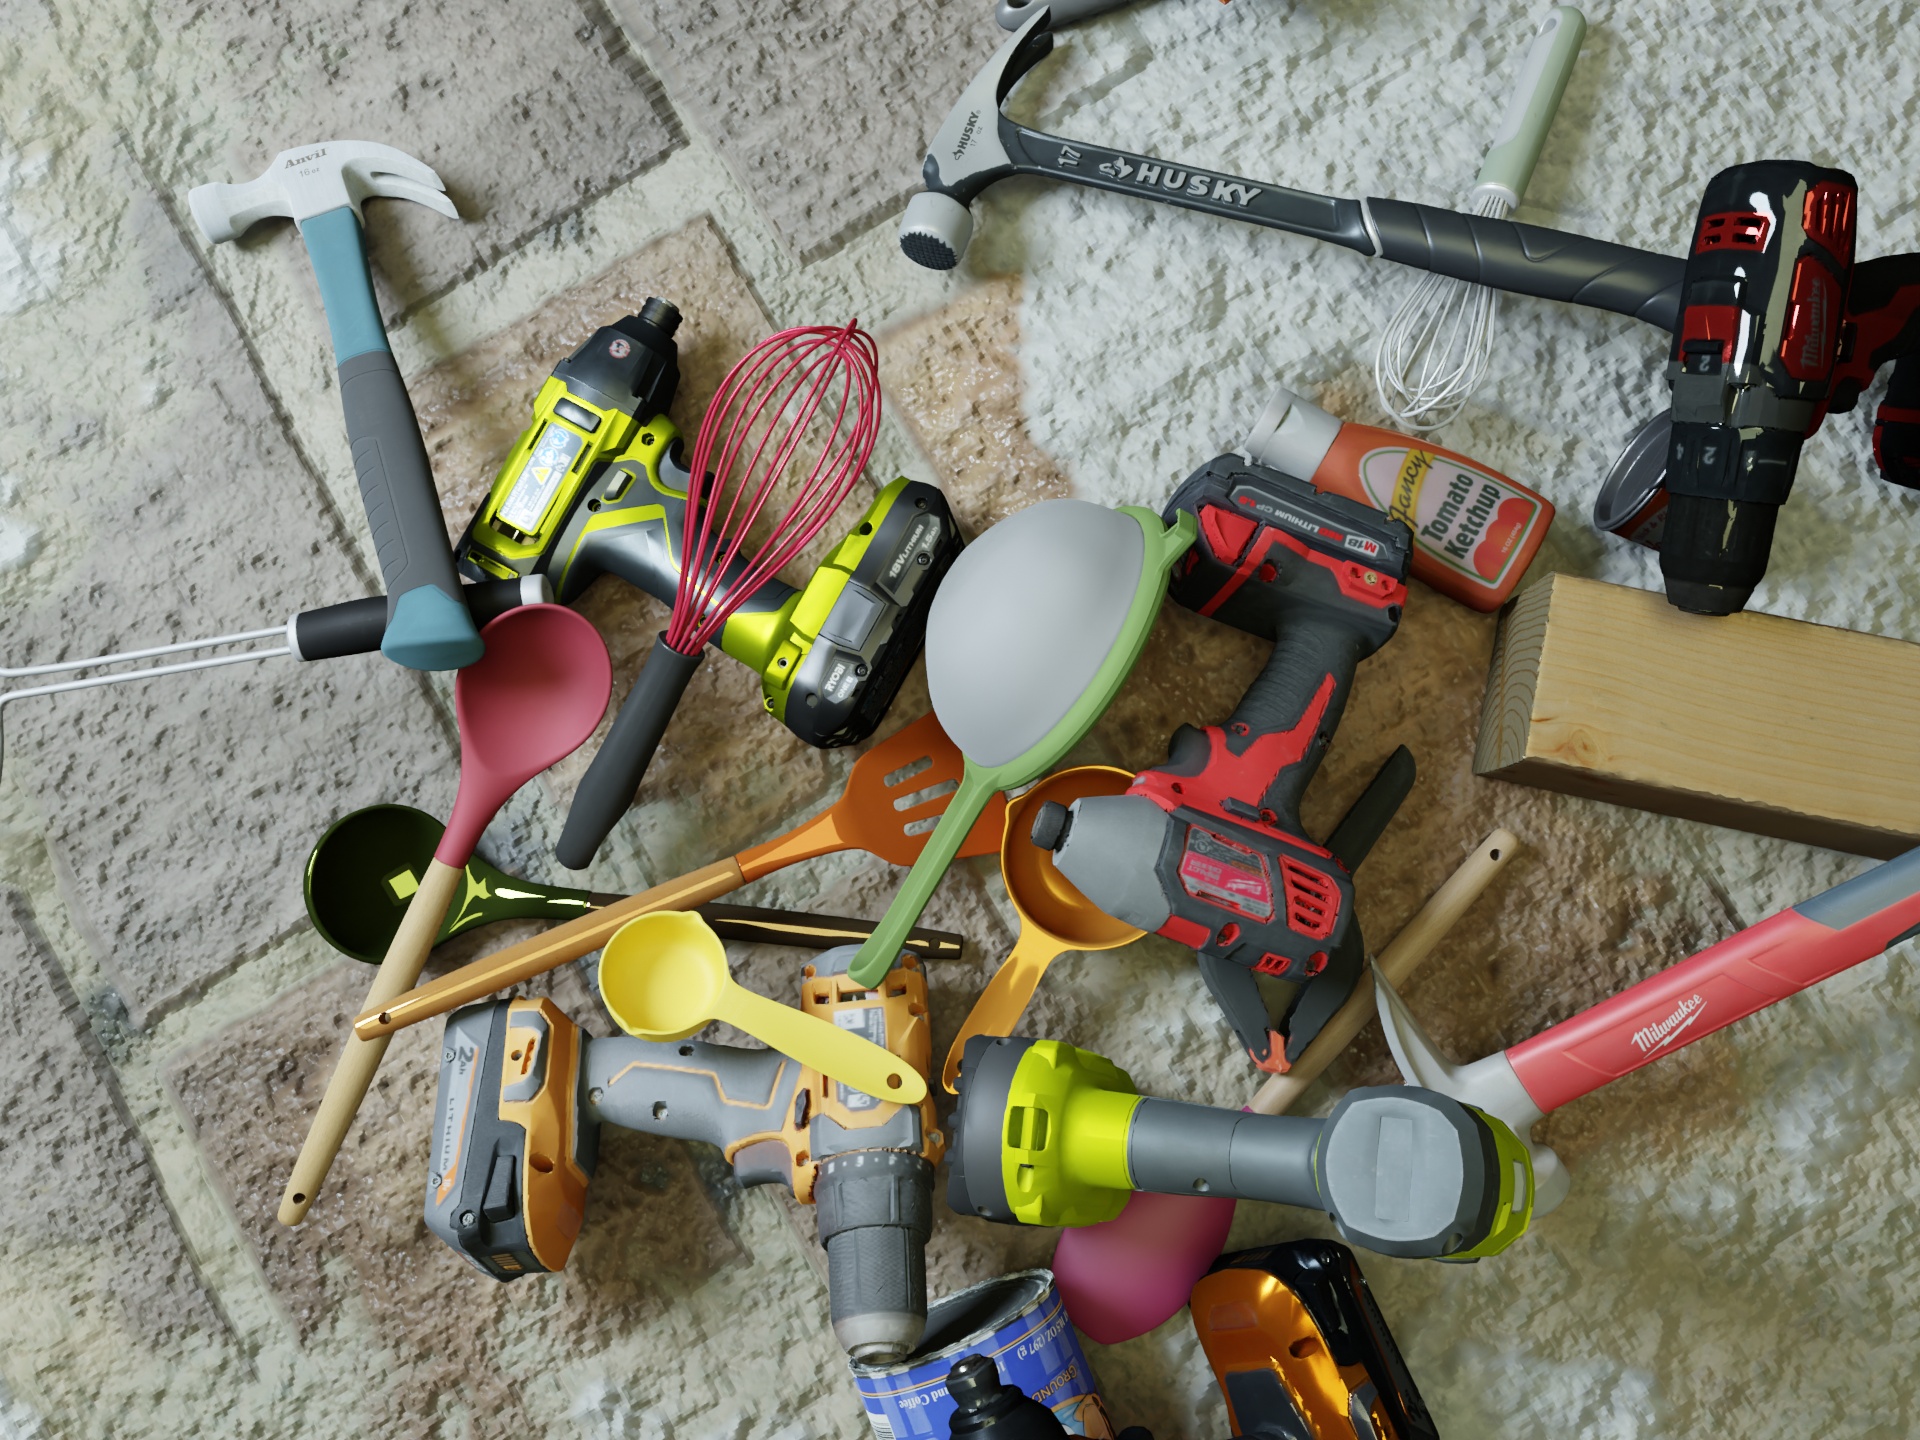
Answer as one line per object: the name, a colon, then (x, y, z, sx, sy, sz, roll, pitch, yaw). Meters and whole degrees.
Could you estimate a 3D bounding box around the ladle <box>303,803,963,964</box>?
ladle: (-0.158, 0.094, 0.778, 0.320, 0.062, 0.078, 6, 81, 1)

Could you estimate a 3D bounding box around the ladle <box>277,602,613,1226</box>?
ladle: (-0.248, 0.091, 0.741, 0.069, 0.031, 0.315, 25, 90, -14)

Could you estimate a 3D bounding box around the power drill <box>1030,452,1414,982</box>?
power drill: (0.122, -0.003, 0.730, 0.143, 0.078, 0.220, 20, 69, -5)

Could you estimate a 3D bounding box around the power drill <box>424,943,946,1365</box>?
power drill: (-0.119, 0.202, 0.724, 0.226, 0.084, 0.186, -6, 55, 1)

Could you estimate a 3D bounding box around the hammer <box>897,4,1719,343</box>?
hammer: (0.182, -0.249, 0.779, 0.409, 0.036, 0.149, 17, 75, 13)

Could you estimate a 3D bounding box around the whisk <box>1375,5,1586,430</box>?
whisk: (0.267, -0.257, 0.806, 0.059, 0.058, 0.246, 27, 80, -20)

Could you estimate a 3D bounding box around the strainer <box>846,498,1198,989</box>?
strainer: (-0.001, -0.002, 0.727, 0.069, 0.151, 0.256, 32, 84, -20)

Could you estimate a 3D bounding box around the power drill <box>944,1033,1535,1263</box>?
power drill: (0.127, 0.189, 0.684, 0.228, 0.190, 0.080, -1, 73, 28)

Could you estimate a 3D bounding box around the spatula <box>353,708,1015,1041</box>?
spatula: (-0.127, 0.082, 0.757, 0.322, 0.041, 0.081, -22, 86, -10)

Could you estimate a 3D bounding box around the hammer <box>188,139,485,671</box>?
hammer: (-0.288, -0.162, 0.776, 0.128, 0.033, 0.331, -21, 64, -4)

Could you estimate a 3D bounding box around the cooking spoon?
cooking spoon: (0.162, 0.173, 0.772, 0.069, 0.017, 0.319, 42, 87, 8)

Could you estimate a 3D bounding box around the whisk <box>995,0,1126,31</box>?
whisk: (0.133, -0.404, 0.831, 0.239, 0.055, 0.055, -17, 83, 5)

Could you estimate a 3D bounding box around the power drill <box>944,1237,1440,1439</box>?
power drill: (0.092, 0.305, 0.665, 0.226, 0.084, 0.164, -18, 80, -43)

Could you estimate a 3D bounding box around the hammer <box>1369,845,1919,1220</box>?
hammer: (0.373, 0.078, 0.689, 0.386, 0.038, 0.143, -33, 100, 17)

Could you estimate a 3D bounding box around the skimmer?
skimmer: (-0.373, -0.030, 0.784, 0.363, 0.090, 0.127, -9, 89, 1)

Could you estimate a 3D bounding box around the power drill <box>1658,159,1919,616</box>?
power drill: (0.403, -0.140, 0.713, 0.226, 0.080, 0.188, -1, 103, -28)

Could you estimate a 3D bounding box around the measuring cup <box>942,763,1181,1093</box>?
measuring cup: (0.041, 0.102, 0.771, 0.095, 0.052, 0.173, 32, 89, 5)

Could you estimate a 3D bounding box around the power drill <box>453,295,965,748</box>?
power drill: (-0.117, -0.099, 0.790, 0.223, 0.080, 0.171, 28, 86, 9)

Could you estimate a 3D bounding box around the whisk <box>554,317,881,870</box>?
whisk: (-0.117, -0.050, 0.713, 0.073, 0.073, 0.295, 33, 110, 6)

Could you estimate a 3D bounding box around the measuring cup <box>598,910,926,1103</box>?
measuring cup: (-0.088, 0.137, 0.714, 0.156, 0.029, 0.062, 25, 63, 2)
